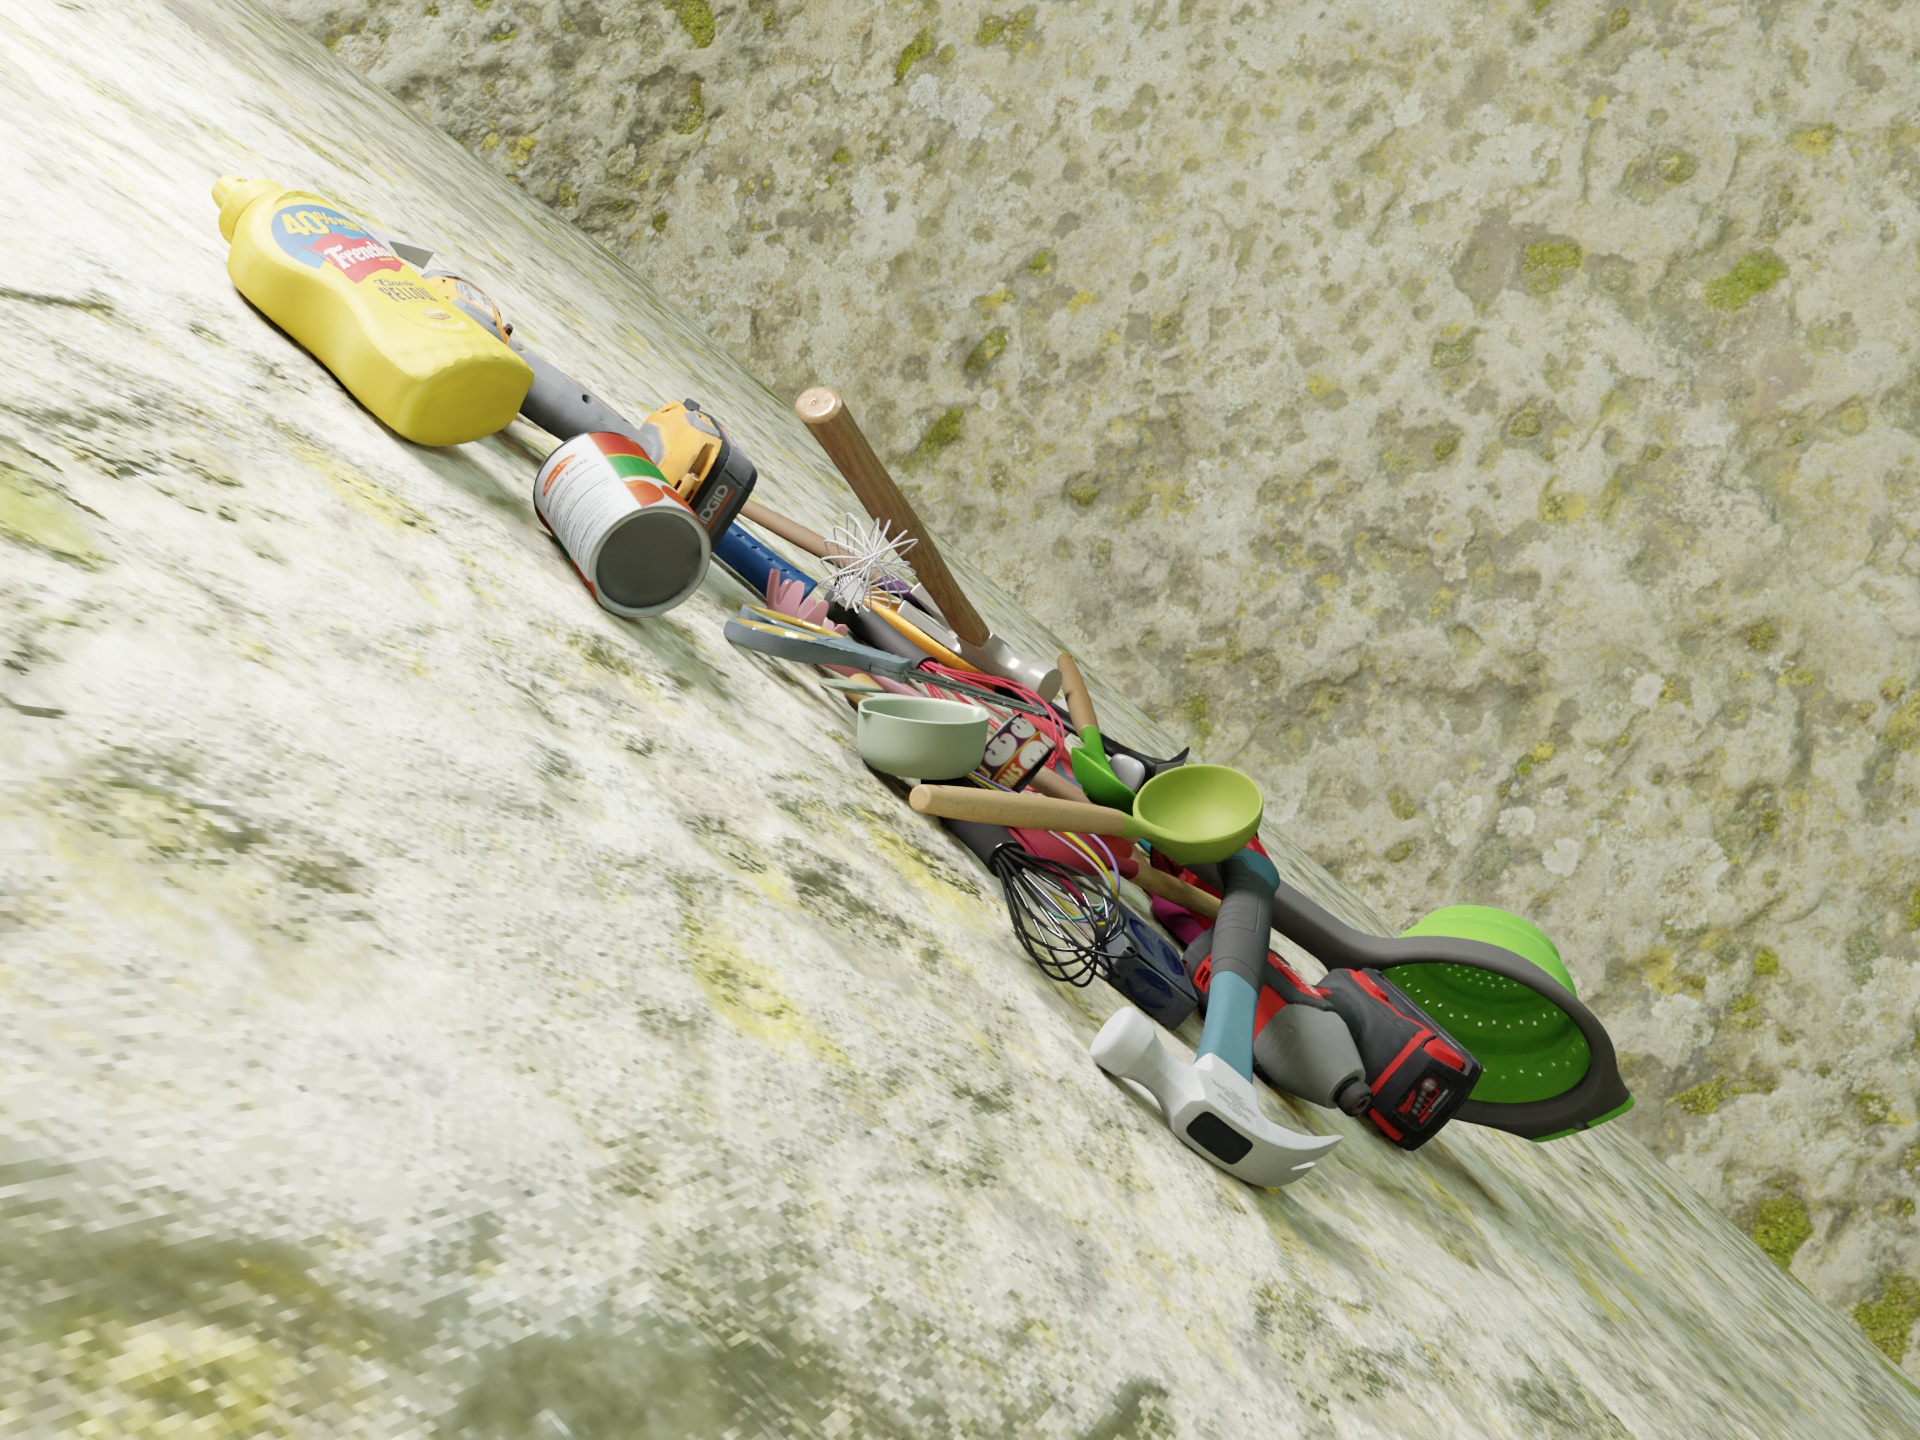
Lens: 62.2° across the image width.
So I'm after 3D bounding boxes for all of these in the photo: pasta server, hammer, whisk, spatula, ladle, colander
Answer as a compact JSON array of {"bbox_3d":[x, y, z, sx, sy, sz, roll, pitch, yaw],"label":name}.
[{"bbox_3d":[-0.002,-0.003,1.078,0.316,0.040,0.060,31,-2,-15],"label":"pasta server"},{"bbox_3d":[-0.268,-0.213,1.123,0.405,0.035,0.144,39,8,-5],"label":"hammer"},{"bbox_3d":[-0.075,-0.097,1.143,0.070,0.070,0.284,39,-8,-5],"label":"whisk"},{"bbox_3d":[-0.086,-0.128,1.327,0.316,0.018,0.059,29,-8,21],"label":"spatula"},{"bbox_3d":[0.075,0.043,0.871,0.078,0.062,0.320,18,4,35],"label":"ladle"},{"bbox_3d":[0.008,0.046,0.974,0.245,0.051,0.047,40,-14,32],"label":"whisk"},{"bbox_3d":[0.315,0.158,1.171,0.397,0.204,0.094,35,51,-6],"label":"colander"},{"bbox_3d":[0.028,0.074,0.859,0.055,0.055,0.239,35,5,-31],"label":"whisk"},{"bbox_3d":[0.133,0.113,1.125,0.315,0.031,0.069,27,15,-48],"label":"ladle"},{"bbox_3d":[-0.016,-0.031,1.219,0.073,0.073,0.296,31,5,-47],"label":"whisk"},{"bbox_3d":[0.063,0.025,1.302,0.143,0.038,0.387,28,13,-15],"label":"hammer"},{"bbox_3d":[0.149,0.140,0.863,0.128,0.033,0.331,41,21,0],"label":"hammer"},{"bbox_3d":[-0.033,-0.122,1.127,0.130,0.031,0.331,28,-14,34],"label":"hammer"},{"bbox_3d":[0.031,-0.036,1.313,0.337,0.034,0.127,32,16,22],"label":"hammer"}]

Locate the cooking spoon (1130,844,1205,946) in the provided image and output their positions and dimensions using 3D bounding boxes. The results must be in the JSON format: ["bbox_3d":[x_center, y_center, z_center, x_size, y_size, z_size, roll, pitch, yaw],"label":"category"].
[{"bbox_3d":[0.142,0.117,1.253,0.068,0.017,0.319,37,8,-29],"label":"cooking spoon"}]

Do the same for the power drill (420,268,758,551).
[{"bbox_3d":[-0.252,-0.204,1.005,0.226,0.084,0.186,30,11,-30],"label":"power drill"}]

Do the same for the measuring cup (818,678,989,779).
[{"bbox_3d":[-0.046,0.003,0.955,0.083,0.038,0.168,-1,10,-32],"label":"measuring cup"}]

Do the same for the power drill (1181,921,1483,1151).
[{"bbox_3d":[0.241,0.207,1.020,0.219,0.078,0.143,26,14,-48],"label":"power drill"}]

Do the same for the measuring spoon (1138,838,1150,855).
[{"bbox_3d":[0.158,0.095,1.384,0.042,0.021,0.128,56,7,30],"label":"measuring spoon"}]

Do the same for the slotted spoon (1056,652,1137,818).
[{"bbox_3d":[0.094,0.004,1.181,0.070,0.031,0.314,41,13,-15],"label":"slotted spoon"}]
